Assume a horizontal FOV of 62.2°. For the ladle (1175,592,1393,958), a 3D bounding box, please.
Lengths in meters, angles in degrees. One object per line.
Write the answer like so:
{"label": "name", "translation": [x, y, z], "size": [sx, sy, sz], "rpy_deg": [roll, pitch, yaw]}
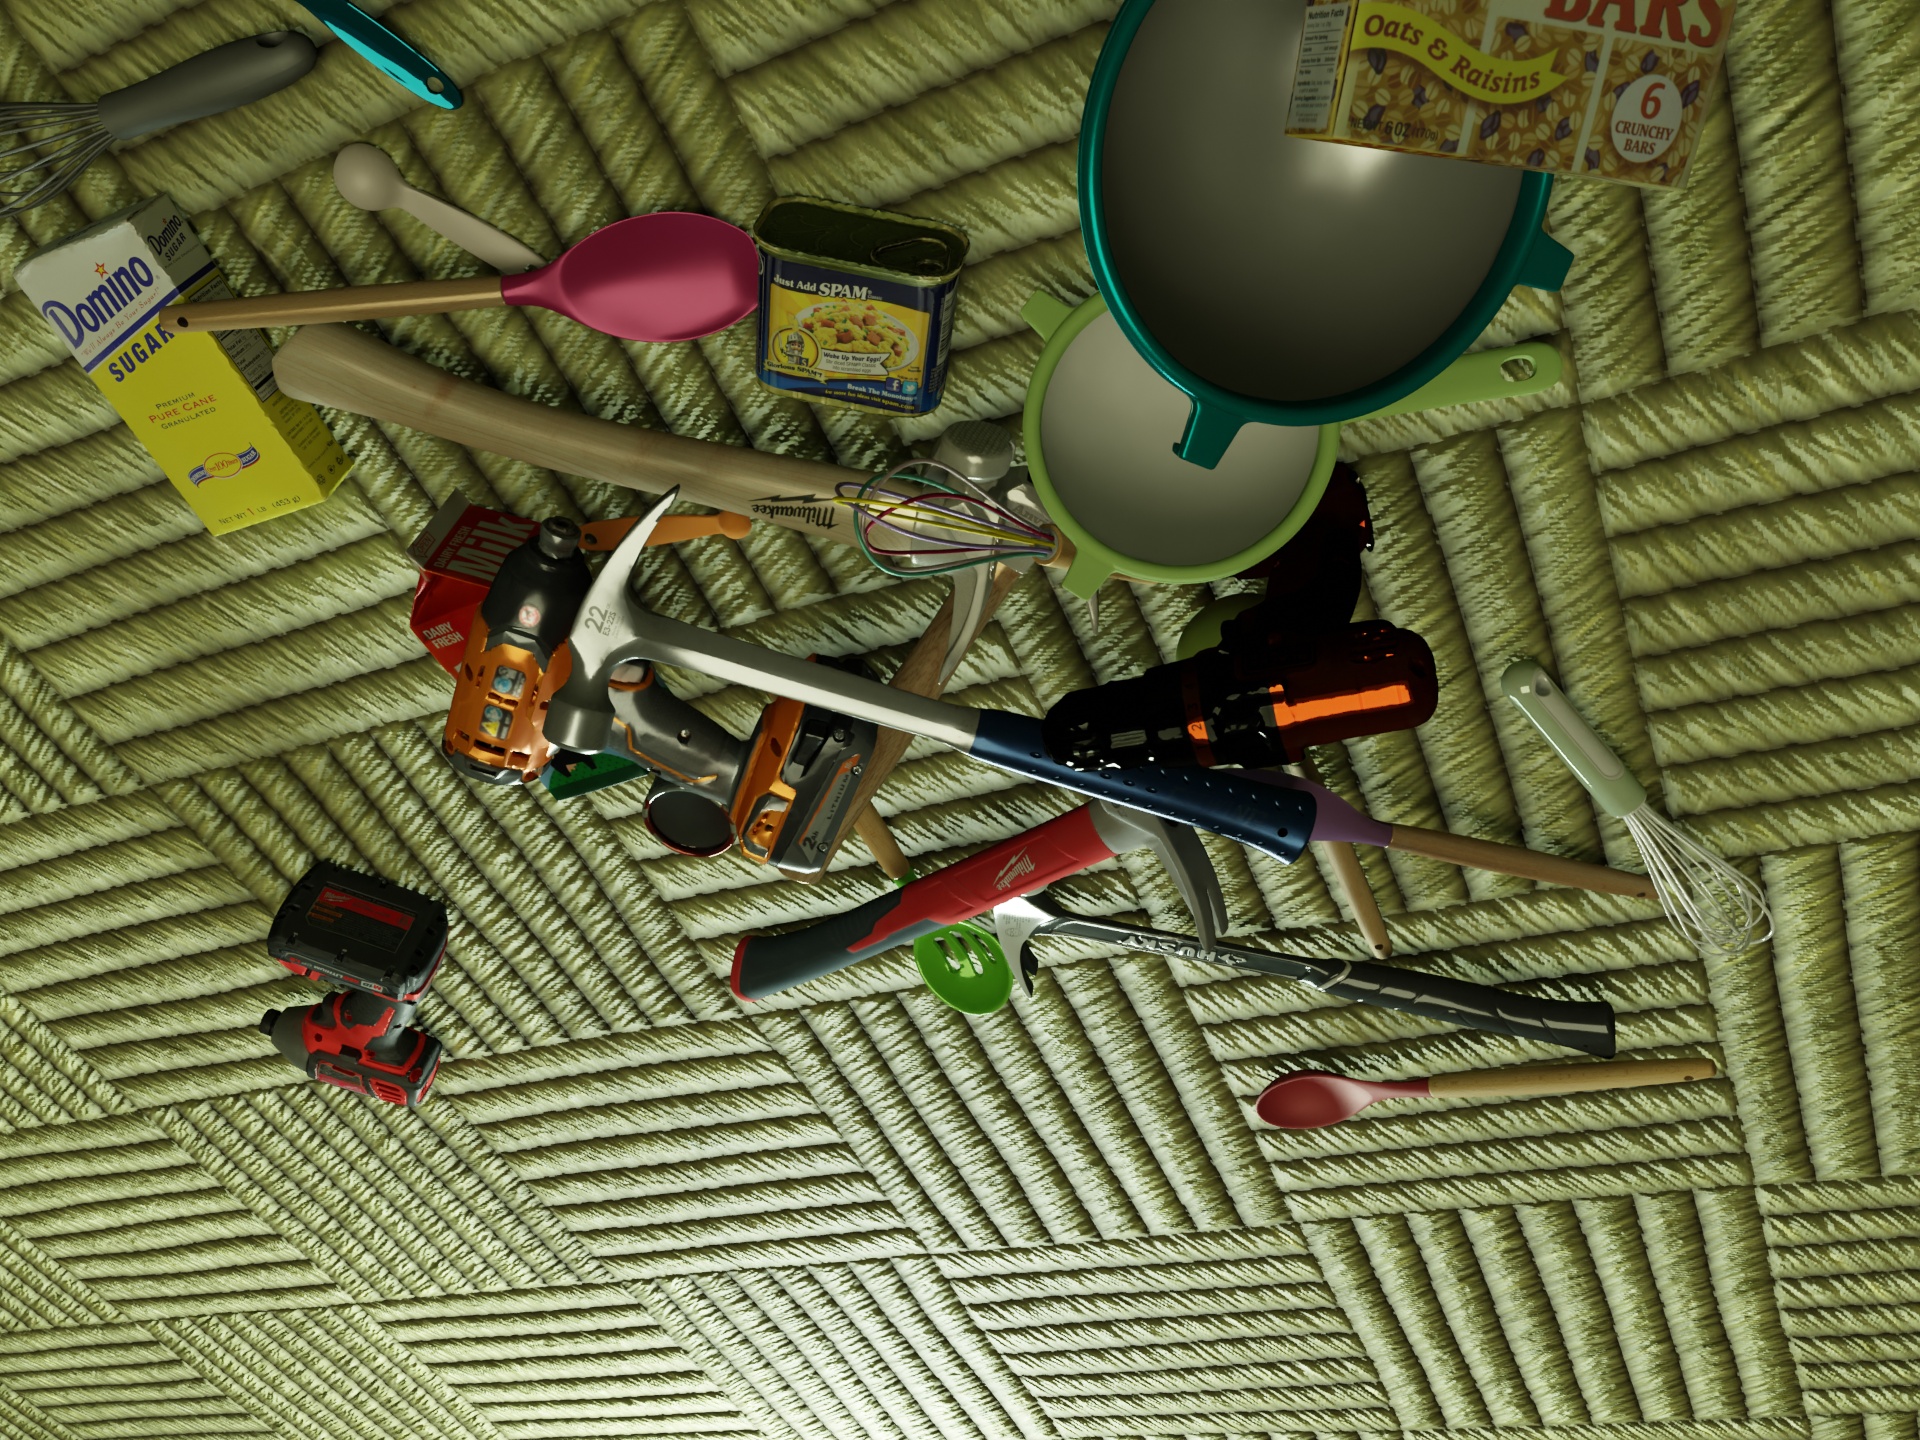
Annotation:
{"label": "ladle", "translation": [0.209, 0.048, 0.946], "size": [0.078, 0.062, 0.319], "rpy_deg": [-15, 128, 22]}

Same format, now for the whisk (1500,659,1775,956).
{"label": "whisk", "translation": [0.388, 0.052, 0.914], "size": [0.246, 0.058, 0.059], "rpy_deg": [44, 153, -18]}

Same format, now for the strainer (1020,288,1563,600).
{"label": "strainer", "translation": [0.158, -0.149, 0.782], "size": [0.256, 0.069, 0.151], "rpy_deg": [-9, 89, 2]}

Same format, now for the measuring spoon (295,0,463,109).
{"label": "measuring spoon", "translation": [-0.292, -0.339, 0.756], "size": [0.128, 0.021, 0.042], "rpy_deg": [34, 130, -28]}

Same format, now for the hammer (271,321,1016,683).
{"label": "hammer", "translation": [-0.178, -0.135, 0.862], "size": [0.410, 0.038, 0.146], "rpy_deg": [15, 128, 7]}

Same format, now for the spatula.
{"label": "spatula", "translation": [0.275, 0.071, 0.936], "size": [0.315, 0.018, 0.059], "rpy_deg": [12, 137, -12]}

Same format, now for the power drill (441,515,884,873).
{"label": "power drill", "translation": [-0.162, -0.015, 0.885], "size": [0.226, 0.084, 0.164], "rpy_deg": [19, 123, -10]}

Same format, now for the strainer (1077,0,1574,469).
{"label": "strainer", "translation": [0.110, -0.289, 0.643], "size": [0.211, 0.095, 0.340], "rpy_deg": [-28, 115, -6]}

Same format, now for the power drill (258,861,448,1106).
{"label": "power drill", "translation": [-0.474, 0.213, 1.234], "size": [0.143, 0.079, 0.219], "rpy_deg": [20, 134, -4]}

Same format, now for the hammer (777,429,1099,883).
{"label": "hammer", "translation": [-0.028, -0.013, 0.946], "size": [0.130, 0.031, 0.331], "rpy_deg": [27, 126, -11]}

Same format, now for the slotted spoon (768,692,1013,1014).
{"label": "slotted spoon", "translation": [-0.050, 0.081, 1.053], "size": [0.070, 0.031, 0.313], "rpy_deg": [-16, 123, 25]}

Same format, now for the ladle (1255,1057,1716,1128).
{"label": "ladle", "translation": [0.340, 0.244, 1.066], "size": [0.315, 0.031, 0.069], "rpy_deg": [-16, 135, 39]}

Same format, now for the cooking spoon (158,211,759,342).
{"label": "cooking spoon", "translation": [-0.260, -0.220, 0.821], "size": [0.319, 0.017, 0.068], "rpy_deg": [-4, 128, 4]}

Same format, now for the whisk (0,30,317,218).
{"label": "whisk", "translation": [-0.424, -0.301, 0.796], "size": [0.239, 0.055, 0.055], "rpy_deg": [-11, 127, 17]}

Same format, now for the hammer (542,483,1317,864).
{"label": "hammer", "translation": [-0.001, -0.003, 0.836], "size": [0.405, 0.035, 0.144], "rpy_deg": [16, 100, -11]}

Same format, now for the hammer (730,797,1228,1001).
{"label": "hammer", "translation": [-0.011, 0.130, 1.014], "size": [0.386, 0.038, 0.143], "rpy_deg": [-28, 94, 39]}

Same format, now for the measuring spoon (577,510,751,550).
{"label": "measuring spoon", "translation": [-0.177, -0.109, 0.927], "size": [0.117, 0.011, 0.021], "rpy_deg": [-3, 129, 16]}

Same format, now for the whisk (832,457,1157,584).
{"label": "whisk", "translation": [0.031, -0.088, 0.787], "size": [0.047, 0.051, 0.244], "rpy_deg": [-26, 161, 37]}

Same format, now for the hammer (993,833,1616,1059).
{"label": "hammer", "translation": [0.221, 0.166, 1.039], "size": [0.409, 0.036, 0.149], "rpy_deg": [11, 139, 6]}

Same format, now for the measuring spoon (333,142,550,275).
{"label": "measuring spoon", "translation": [-0.265, -0.254, 0.818], "size": [0.124, 0.018, 0.034], "rpy_deg": [28, 130, -12]}
